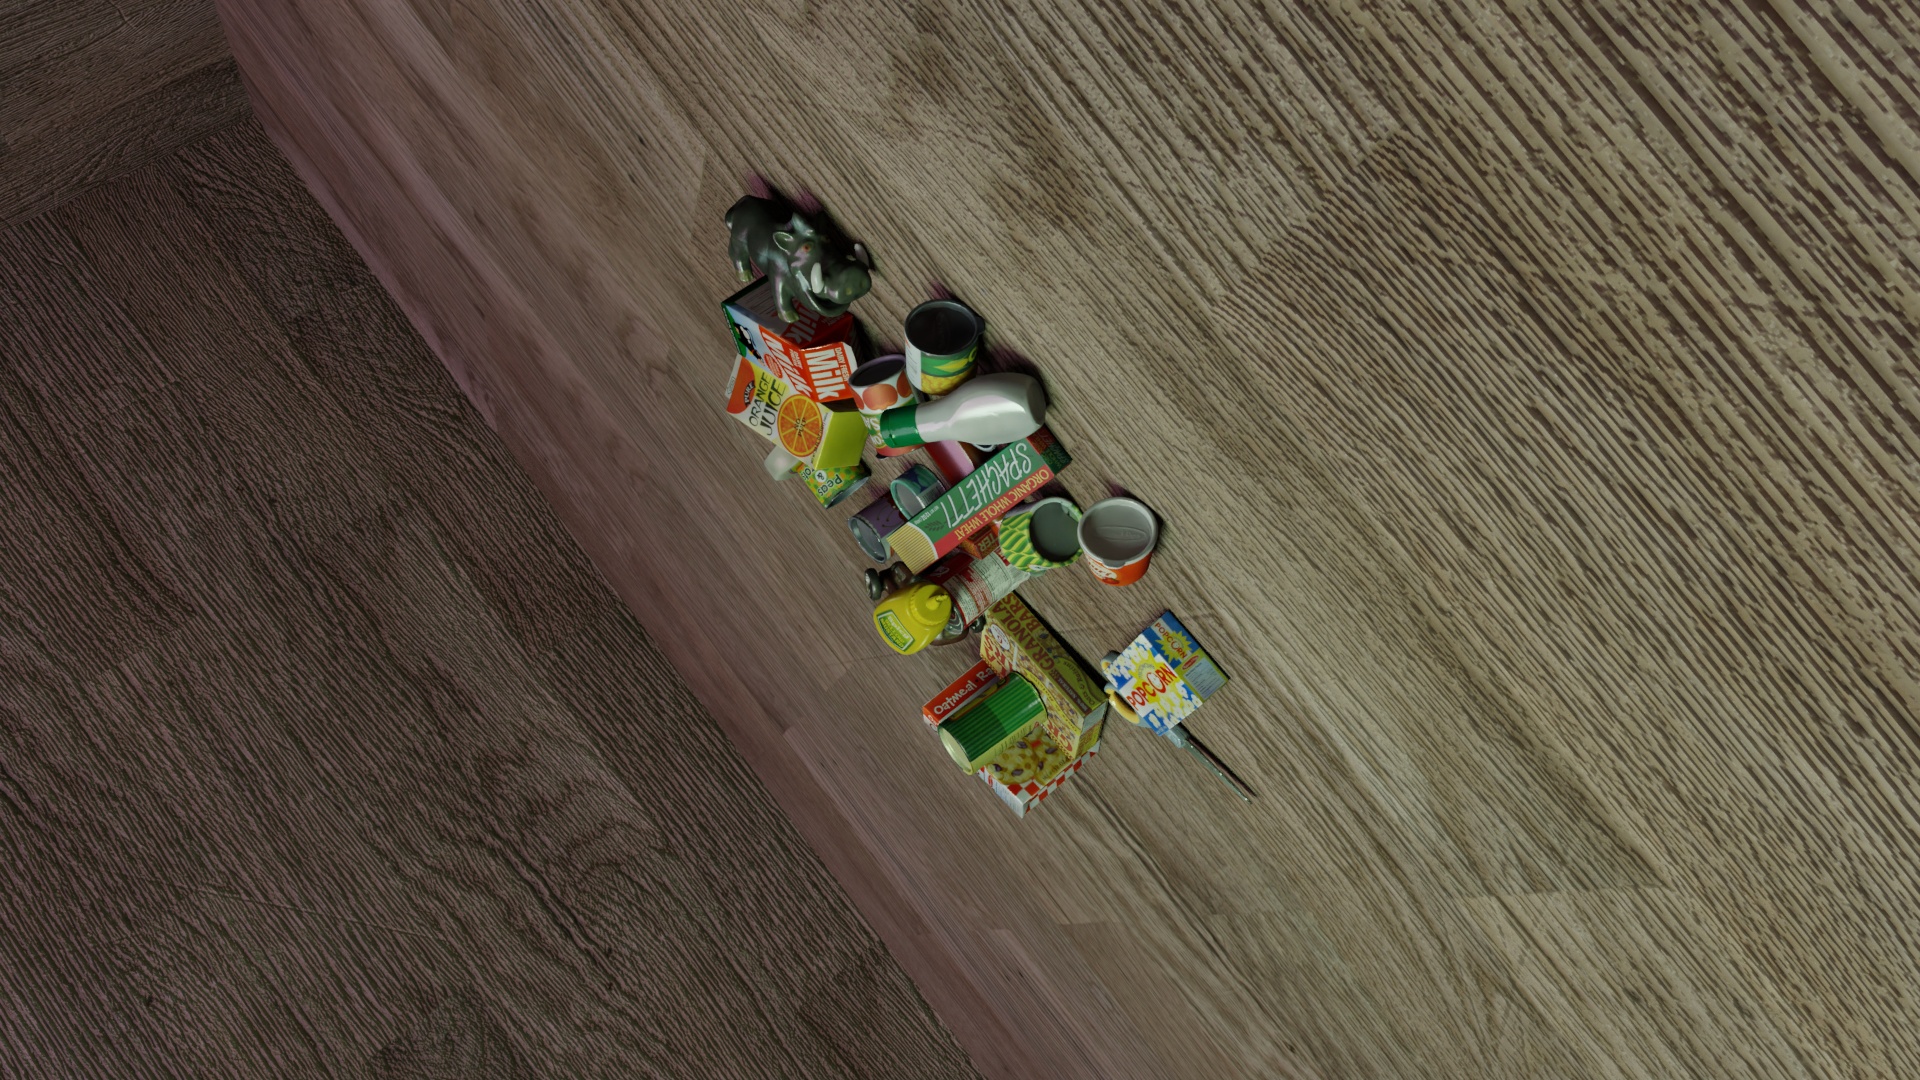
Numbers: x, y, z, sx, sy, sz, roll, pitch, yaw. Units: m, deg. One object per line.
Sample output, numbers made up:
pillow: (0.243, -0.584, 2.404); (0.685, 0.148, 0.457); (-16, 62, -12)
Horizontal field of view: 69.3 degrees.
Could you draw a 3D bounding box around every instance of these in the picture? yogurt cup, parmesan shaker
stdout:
yogurt cup: (0.136, 0.004, 1.200); (0.072, 0.072, 0.053); (41, 162, 27)
parmesan shaker: (0.034, 0.196, 1.502); (0.071, 0.103, 0.071); (47, 158, 26)

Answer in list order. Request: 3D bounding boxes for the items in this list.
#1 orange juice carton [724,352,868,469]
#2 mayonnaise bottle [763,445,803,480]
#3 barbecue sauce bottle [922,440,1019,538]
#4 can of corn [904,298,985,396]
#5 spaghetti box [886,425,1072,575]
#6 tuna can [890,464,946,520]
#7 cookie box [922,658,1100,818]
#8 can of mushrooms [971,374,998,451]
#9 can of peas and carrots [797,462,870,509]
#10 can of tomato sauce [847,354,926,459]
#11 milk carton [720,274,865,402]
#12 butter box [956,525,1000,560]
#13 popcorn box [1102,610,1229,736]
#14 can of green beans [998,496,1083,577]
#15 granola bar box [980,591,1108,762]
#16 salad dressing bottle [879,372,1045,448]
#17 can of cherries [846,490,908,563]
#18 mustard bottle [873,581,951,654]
orange juice carton: (-0.191, -0.154, 1.543); (0.193, 0.073, 0.071); (33, 115, 31)
mayonnaise bottle: (-0.183, -0.119, 1.644); (0.041, 0.065, 0.147); (57, 148, 3)
barbecue sauce bottle: (0.023, -0.054, 1.362); (0.148, 0.044, 0.064); (54, 151, -4)
can of corn: (-0.014, -0.172, 1.239); (0.071, 0.071, 0.058); (43, 156, 23)
spaghetti box: (0.012, -0.036, 1.326); (0.050, 0.029, 0.249); (52, 139, -3)
tuna can: (-0.045, -0.048, 1.516); (0.071, 0.033, 0.070); (42, 154, 25)
cookie box: (0.056, 0.214, 1.577); (0.168, 0.123, 0.040); (41, 154, 26)
can of mushrooms: (0.023, -0.118, 1.282); (0.071, 0.033, 0.070); (43, 155, 26)
can of peas and carrots: (-0.150, -0.078, 1.627); (0.059, 0.071, 0.070); (53, 157, 3)
can of tomato sauce: (-0.070, -0.134, 1.391); (0.071, 0.071, 0.082); (22, 142, 51)
milk carton: (-0.164, -0.209, 1.462); (0.191, 0.074, 0.072); (33, 150, 39)
butter box: (0.005, -0.018, 1.435); (0.103, 0.053, 0.024); (27, 147, 47)
popcorn box: (0.190, 0.127, 1.303); (0.085, 0.038, 0.126); (50, 157, 10)
can of green beans: (0.077, -0.005, 1.295); (0.071, 0.071, 0.057); (57, 157, -8)
granola bar box: (0.089, 0.148, 1.515); (0.166, 0.039, 0.123); (48, 159, 23)
salad dressing bottle: (0.000, -0.110, 1.227); (0.147, 0.044, 0.064); (-8, 131, 25)
can of cherries: (-0.088, -0.018, 1.609); (0.071, 0.058, 0.071); (43, 156, 24)
mustard bottle: (-0.042, 0.072, 1.389); (0.065, 0.049, 0.159); (51, 157, 1)
